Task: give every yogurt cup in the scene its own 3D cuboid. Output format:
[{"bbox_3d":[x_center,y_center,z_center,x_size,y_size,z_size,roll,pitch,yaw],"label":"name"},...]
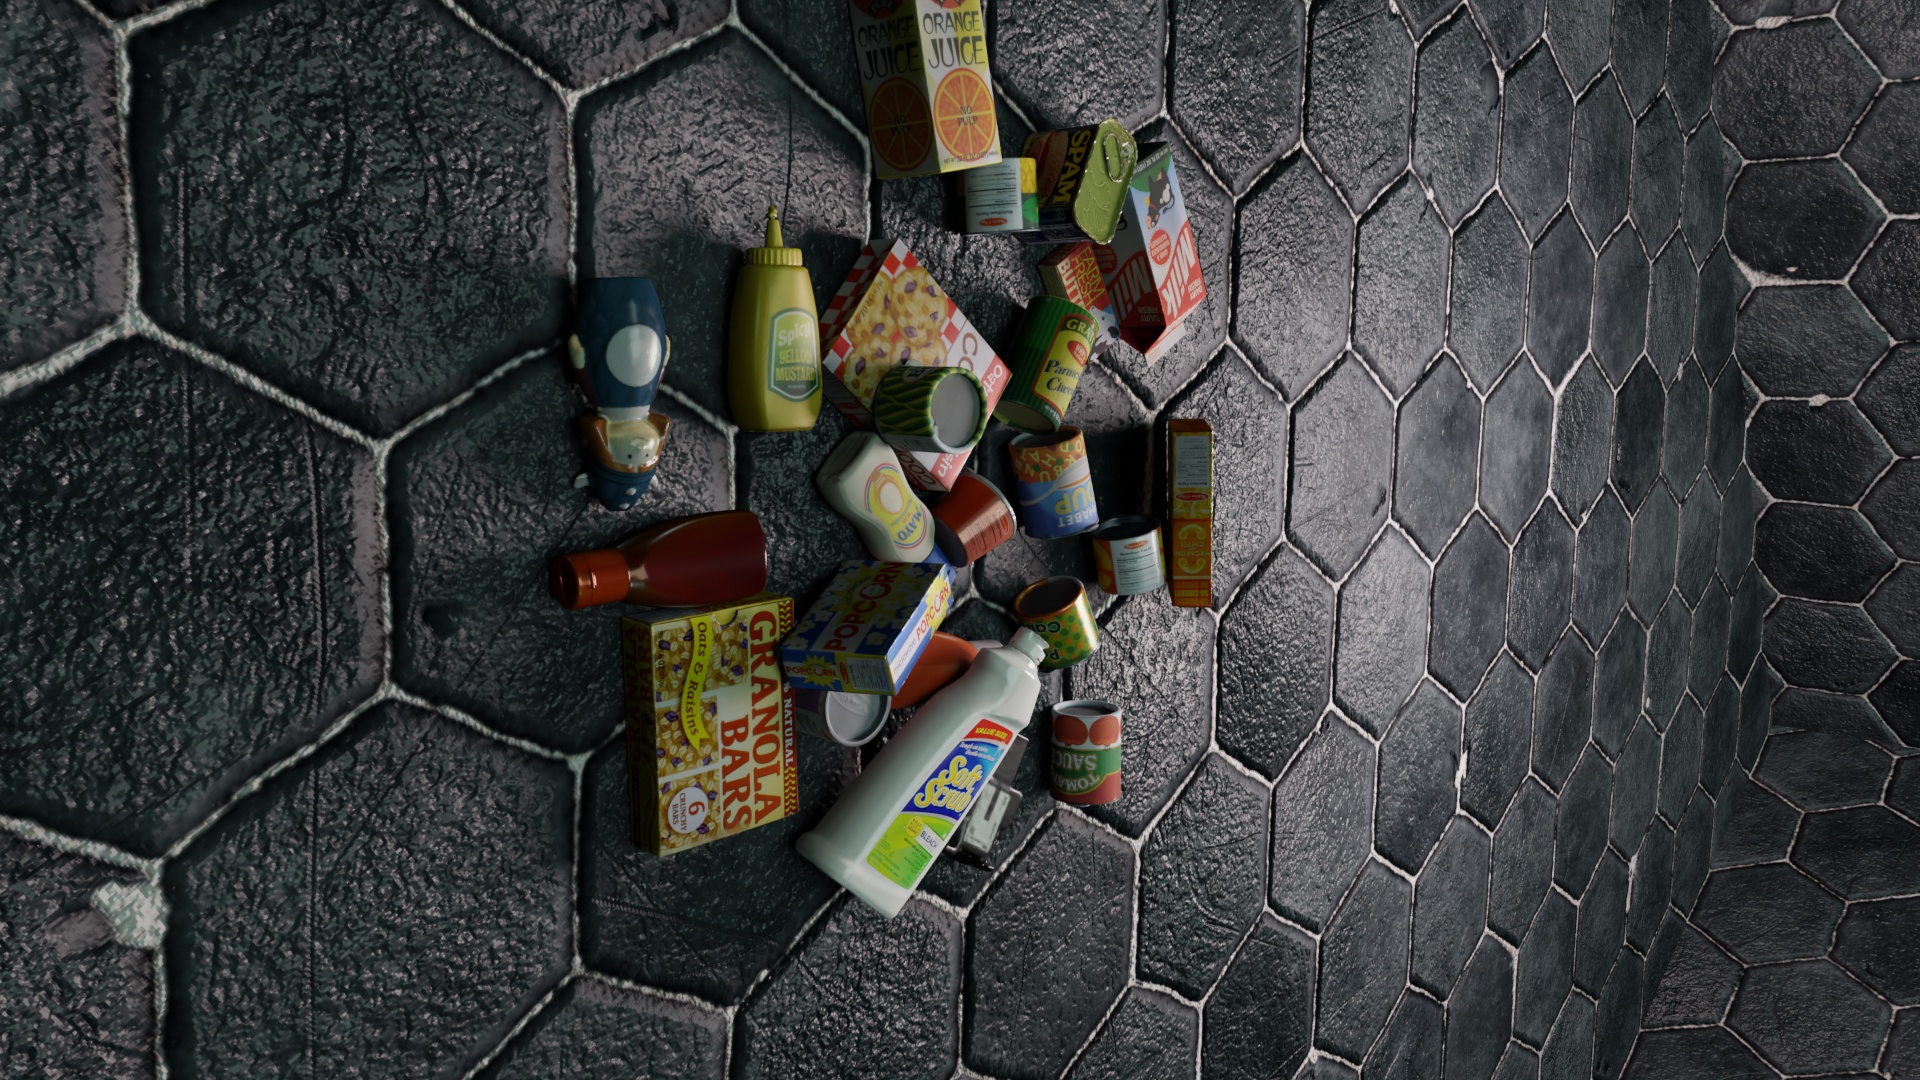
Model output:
[{"bbox_3d":[0.004,-0.014,1.141,0.054,0.072,0.072,-40,123,-26],"label":"yogurt cup"}]

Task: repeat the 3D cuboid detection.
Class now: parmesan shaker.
[{"bbox_3d":[0.072,-0.148,1.192,0.071,0.071,0.103,37,69,-43],"label":"parmesan shaker"}]

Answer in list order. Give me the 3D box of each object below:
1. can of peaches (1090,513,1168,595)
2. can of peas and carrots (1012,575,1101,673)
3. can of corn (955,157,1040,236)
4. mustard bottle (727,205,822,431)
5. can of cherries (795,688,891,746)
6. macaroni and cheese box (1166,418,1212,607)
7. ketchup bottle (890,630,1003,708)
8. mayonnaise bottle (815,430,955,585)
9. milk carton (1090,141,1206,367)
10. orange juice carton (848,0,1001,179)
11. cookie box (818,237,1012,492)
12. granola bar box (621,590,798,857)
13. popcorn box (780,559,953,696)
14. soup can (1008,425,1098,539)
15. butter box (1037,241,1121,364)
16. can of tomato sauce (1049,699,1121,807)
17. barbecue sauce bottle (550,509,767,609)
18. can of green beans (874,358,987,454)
[{"bbox_3d":[0.159,0.012,1.306,0.071,0.071,0.058,-28,115,-41],"label":"can of peaches"},{"bbox_3d":[0.084,0.074,1.233,0.071,0.071,0.058,-41,122,-35],"label":"can of peas and carrots"},{"bbox_3d":[0.030,-0.280,1.133,0.071,0.071,0.058,-15,106,-44],"label":"can of corn"},{"bbox_3d":[-0.133,-0.157,0.988,0.065,0.049,0.160,-9,102,-47],"label":"mustard bottle"},{"bbox_3d":[-0.095,0.117,1.057,0.072,0.058,0.071,-7,100,-45],"label":"can of cherries"},{"bbox_3d":[0.220,-0.029,1.338,0.124,0.040,0.166,-55,145,-78],"label":"macaroni and cheese box"},{"bbox_3d":[-0.022,0.103,1.142,0.149,0.043,0.064,1,100,-47],"label":"ketchup bottle"},{"bbox_3d":[-0.053,-0.016,1.095,0.065,0.041,0.147,-56,130,-27],"label":"mayonnaise bottle"},{"bbox_3d":[0.166,-0.259,1.271,0.073,0.073,0.189,-41,123,-35],"label":"milk carton"},{"bbox_3d":[-0.030,-0.376,1.050,0.072,0.073,0.192,-24,111,-42],"label":"orange juice carton"},{"bbox_3d":[-0.041,-0.135,1.095,0.167,0.040,0.123,45,63,-39],"label":"cookie box"},{"bbox_3d":[-0.175,0.127,0.988,0.124,0.039,0.165,-9,102,-46],"label":"granola bar box"},{"bbox_3d":[-0.067,0.062,1.029,0.127,0.085,0.038,-56,142,-53],"label":"popcorn box"},{"bbox_3d":[0.083,-0.051,1.212,0.072,0.071,0.083,-29,116,-40],"label":"soup can"},{"bbox_3d":[0.108,-0.216,1.251,0.053,0.024,0.103,-44,124,-33],"label":"butter box"},{"bbox_3d":[0.115,0.195,1.281,0.071,0.071,0.083,-7,100,-46],"label":"can of tomato sauce"},{"bbox_3d":[-0.202,0.017,0.942,0.149,0.043,0.065,-10,95,-45],"label":"barbecue sauce bottle"},{"bbox_3d":[-0.022,-0.099,1.047,0.071,0.058,0.071,-7,100,-44],"label":"can of green beans"}]
